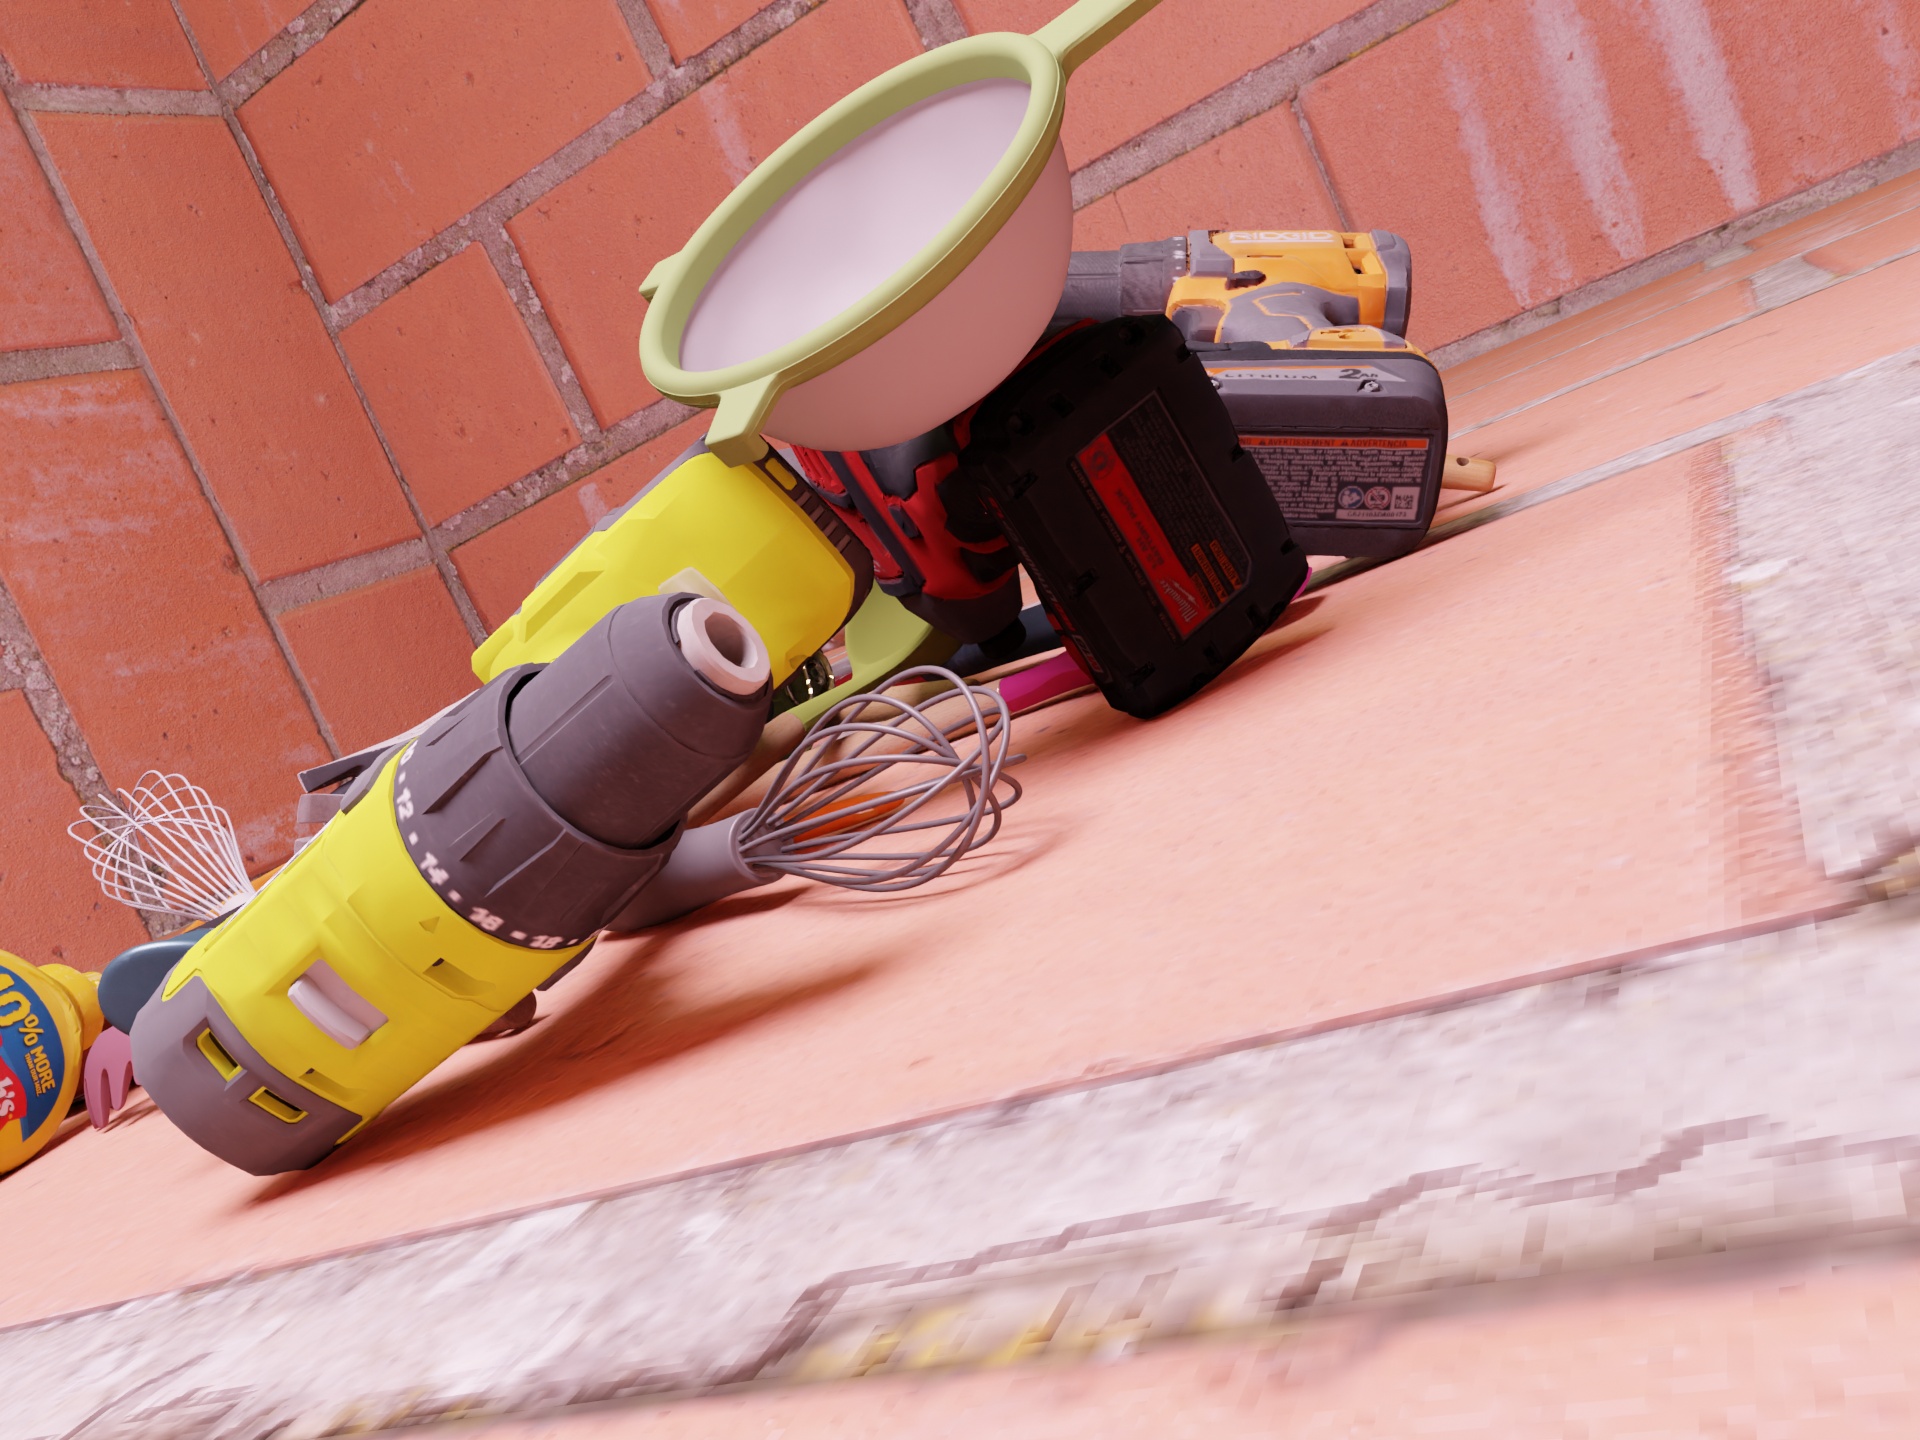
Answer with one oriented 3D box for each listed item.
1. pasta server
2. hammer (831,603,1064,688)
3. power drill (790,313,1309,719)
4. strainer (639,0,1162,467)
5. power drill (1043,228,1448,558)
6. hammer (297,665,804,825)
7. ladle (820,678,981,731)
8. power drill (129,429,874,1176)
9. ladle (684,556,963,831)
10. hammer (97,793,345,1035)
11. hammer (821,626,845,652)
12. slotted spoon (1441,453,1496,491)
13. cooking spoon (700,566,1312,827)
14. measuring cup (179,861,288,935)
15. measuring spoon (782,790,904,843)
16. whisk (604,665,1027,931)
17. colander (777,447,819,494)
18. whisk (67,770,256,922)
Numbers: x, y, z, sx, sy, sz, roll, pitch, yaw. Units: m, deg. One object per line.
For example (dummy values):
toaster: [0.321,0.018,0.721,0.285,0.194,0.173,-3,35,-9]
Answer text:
pasta server: [-0.237,0.114,0.561,0.316,0.040,0.060,-13,12,42]
hammer: [-0.002,-0.037,0.874,0.143,0.038,0.386,-26,6,-34]
power drill: [0.018,-0.073,0.586,0.078,0.143,0.220,-40,23,-15]
strainer: [0.022,-0.164,0.478,0.256,0.069,0.152,-37,36,5]
power drill: [0.112,-0.158,0.699,0.185,0.084,0.226,2,35,5]
hammer: [-0.190,-0.006,0.739,0.149,0.036,0.409,-32,14,-34]
ladle: [-0.098,0.001,0.885,0.315,0.069,0.031,-8,32,48]
power drill: [-0.100,0.001,0.433,0.190,0.080,0.229,-38,14,25]
ladle: [-0.091,0.005,0.649,0.078,0.062,0.320,-19,16,45]
hammer: [-0.225,0.063,0.601,0.128,0.033,0.331,6,4,-4]
hammer: [-0.041,-0.072,1.007,0.146,0.038,0.411,-21,5,-8]
slotted spoon: [0.092,-0.138,0.756,0.314,0.031,0.070,12,54,20]
cooking spoon: [-0.001,-0.002,0.667,0.319,0.017,0.069,-20,16,28]
measuring cup: [-0.308,0.088,0.807,0.173,0.052,0.095,-33,17,-19]
measuring spoon: [-0.071,0.047,0.557,0.117,0.011,0.021,-20,-25,17]
whisk: [-0.061,0.034,0.470,0.055,0.055,0.239,-29,4,-40]
colander: [0.034,-0.122,0.838,0.397,0.094,0.205,-12,44,0]
whisk: [-0.325,0.079,0.706,0.070,0.070,0.285,-28,31,-35]
